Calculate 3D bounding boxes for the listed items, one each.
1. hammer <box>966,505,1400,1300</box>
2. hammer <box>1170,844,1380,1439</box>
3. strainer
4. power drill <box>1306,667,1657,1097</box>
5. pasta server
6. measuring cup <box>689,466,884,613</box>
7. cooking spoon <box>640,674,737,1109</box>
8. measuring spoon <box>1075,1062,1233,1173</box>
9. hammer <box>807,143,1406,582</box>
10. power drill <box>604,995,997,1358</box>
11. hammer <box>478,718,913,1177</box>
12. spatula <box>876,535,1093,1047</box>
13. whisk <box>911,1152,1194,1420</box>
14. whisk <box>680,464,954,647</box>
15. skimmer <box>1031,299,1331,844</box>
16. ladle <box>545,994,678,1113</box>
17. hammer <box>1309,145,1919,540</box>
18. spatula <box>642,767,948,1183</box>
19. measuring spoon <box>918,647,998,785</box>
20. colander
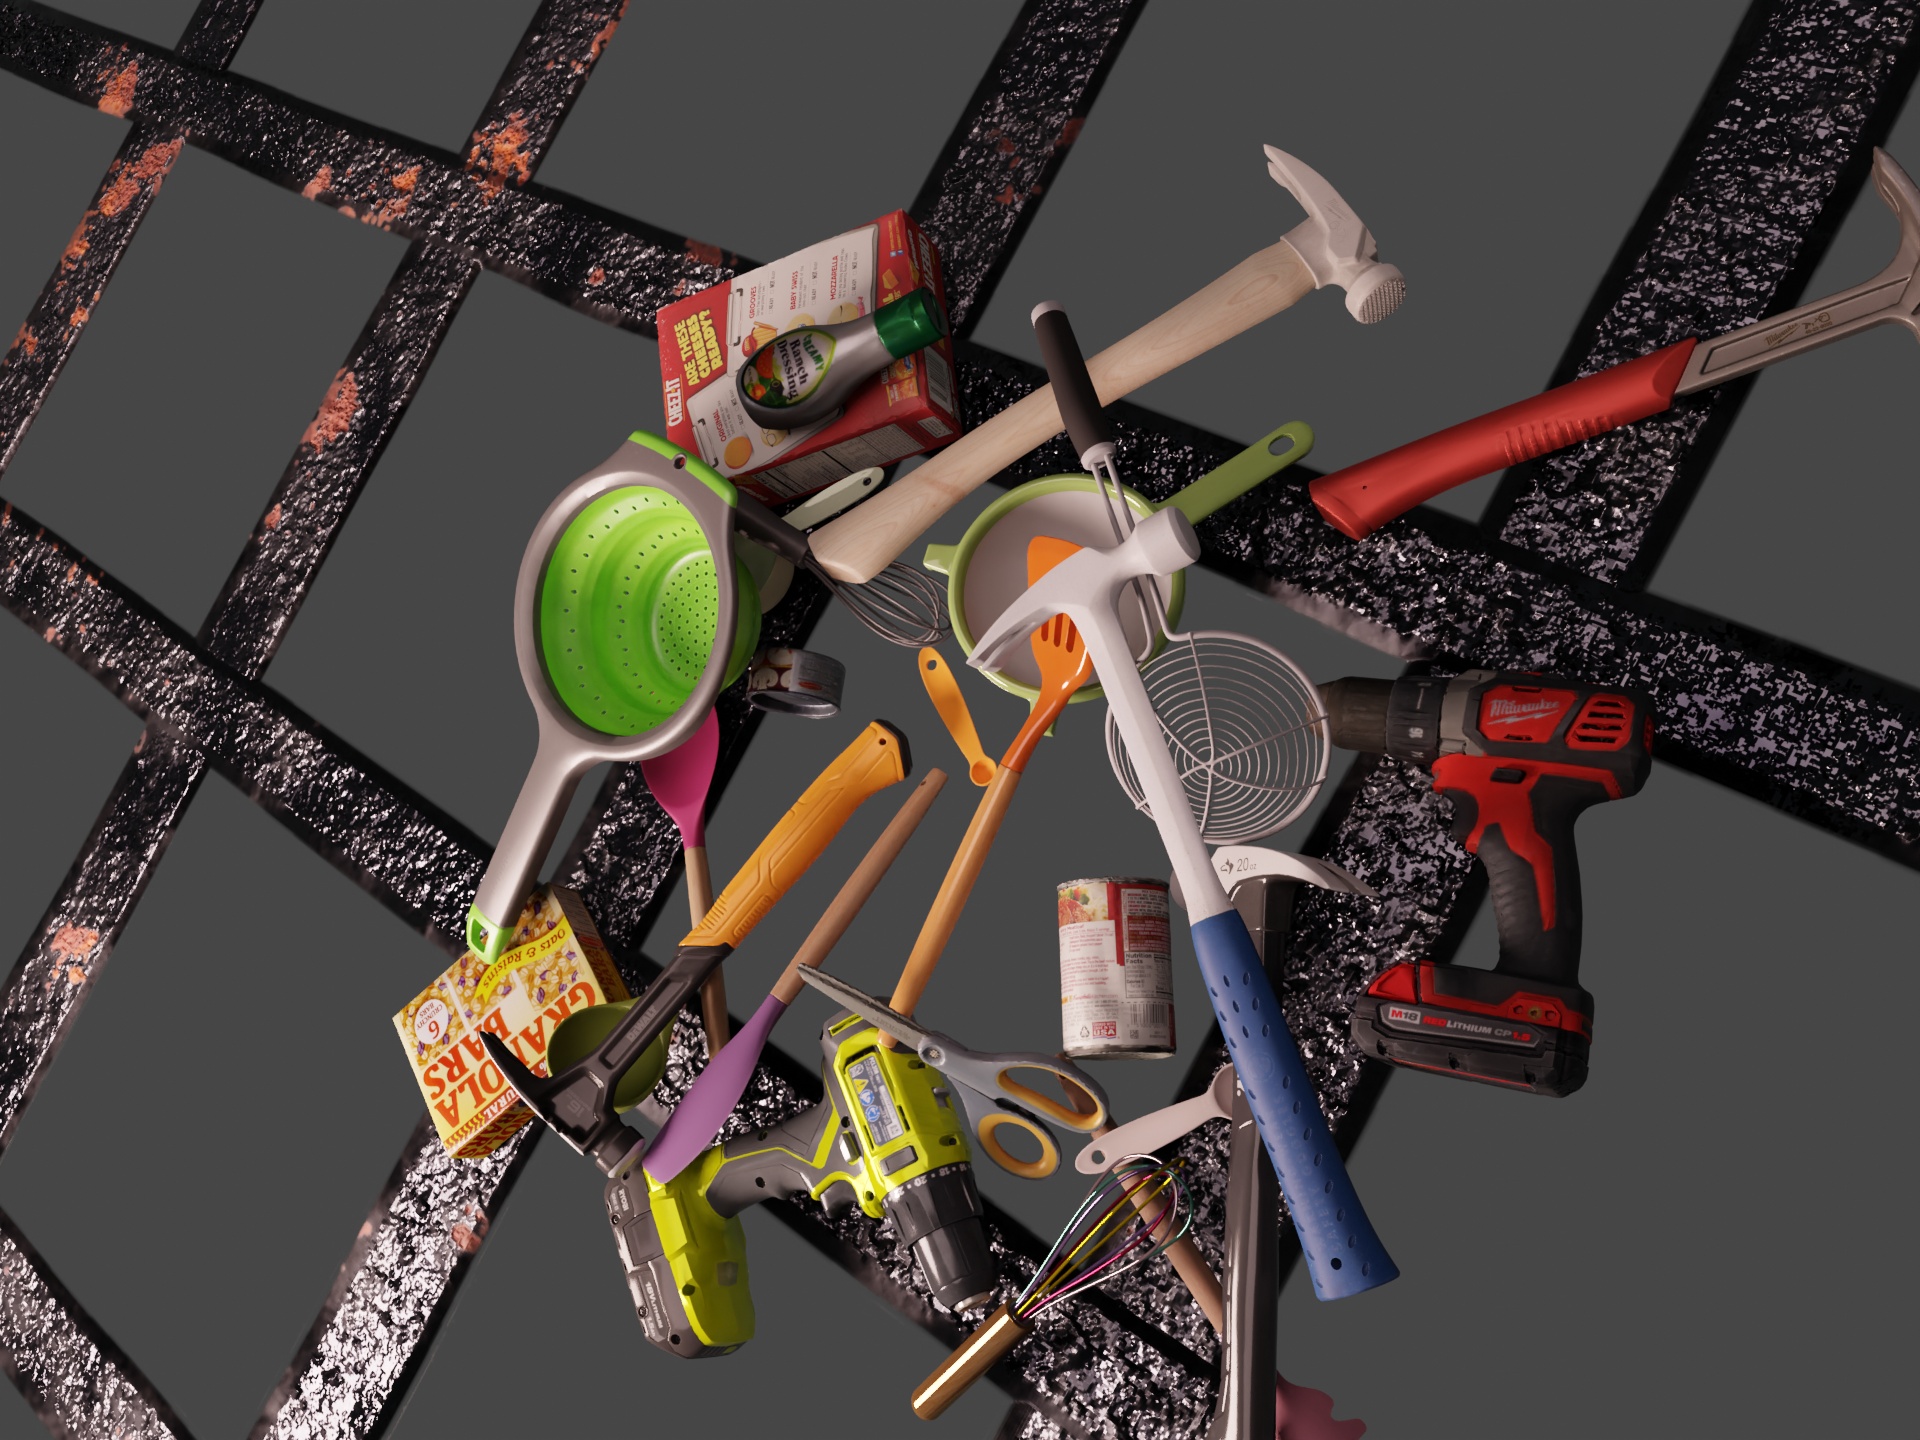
[{"bbox_3d":[0.123,0.095,0.832,0.144,0.035,0.406,-27,71,24],"label":"hammer"},{"bbox_3d":[0.161,0.232,0.855,0.146,0.035,0.335,-21,61,60],"label":"hammer"},{"bbox_3d":[0.116,-0.105,1.017,0.256,0.069,0.152,-33,71,1],"label":"strainer"},{"bbox_3d":[0.271,0.078,0.877,0.188,0.080,0.227,6,76,28],"label":"power drill"},{"bbox_3d":[0.140,0.320,0.901,0.060,0.040,0.317,-42,58,10],"label":"pasta server"},{"bbox_3d":[-0.119,-0.133,1.154,0.167,0.038,0.083,-29,65,14],"label":"measuring cup"},{"bbox_3d":[-0.185,0.116,1.125,0.069,0.017,0.319,-18,68,19],"label":"cooking spoon"},{"bbox_3d":[0.124,0.236,0.927,0.124,0.018,0.034,-27,64,8],"label":"measuring spoon"},{"bbox_3d":[0.076,-0.222,1.046,0.410,0.038,0.146,-31,62,5],"label":"hammer"},{"bbox_3d":[-0.095,0.305,0.993,0.228,0.080,0.191,-31,63,13],"label":"power drill"},{"bbox_3d":[-0.157,0.126,1.038,0.127,0.034,0.337,40,79,9],"label":"hammer"},{"bbox_3d":[0.014,0.048,0.953,0.081,0.041,0.322,29,97,52],"label":"spatula"},{"bbox_3d":[0.051,0.328,0.913,0.051,0.047,0.245,39,113,-1],"label":"whisk"},{"bbox_3d":[-0.104,-0.118,1.103,0.239,0.055,0.055,31,91,13],"label":"whisk"},{"bbox_3d":[0.114,-0.100,0.962,0.127,0.090,0.364,-29,59,24],"label":"skimmer"},{"bbox_3d":[-0.156,0.132,1.069,0.078,0.062,0.320,39,86,16],"label":"ladle"},{"bbox_3d":[0.378,-0.196,0.924,0.359,0.036,0.149,-19,68,20],"label":"hammer"},{"bbox_3d":[-0.101,0.159,1.024,0.316,0.018,0.060,-55,30,-15],"label":"spatula"},{"bbox_3d":[-0.002,-0.003,1.075,0.021,0.011,0.117,-34,60,14],"label":"measuring spoon"},{"bbox_3d":[-0.242,-0.002,1.126,0.205,0.094,0.397,34,106,29],"label":"colander"}]
